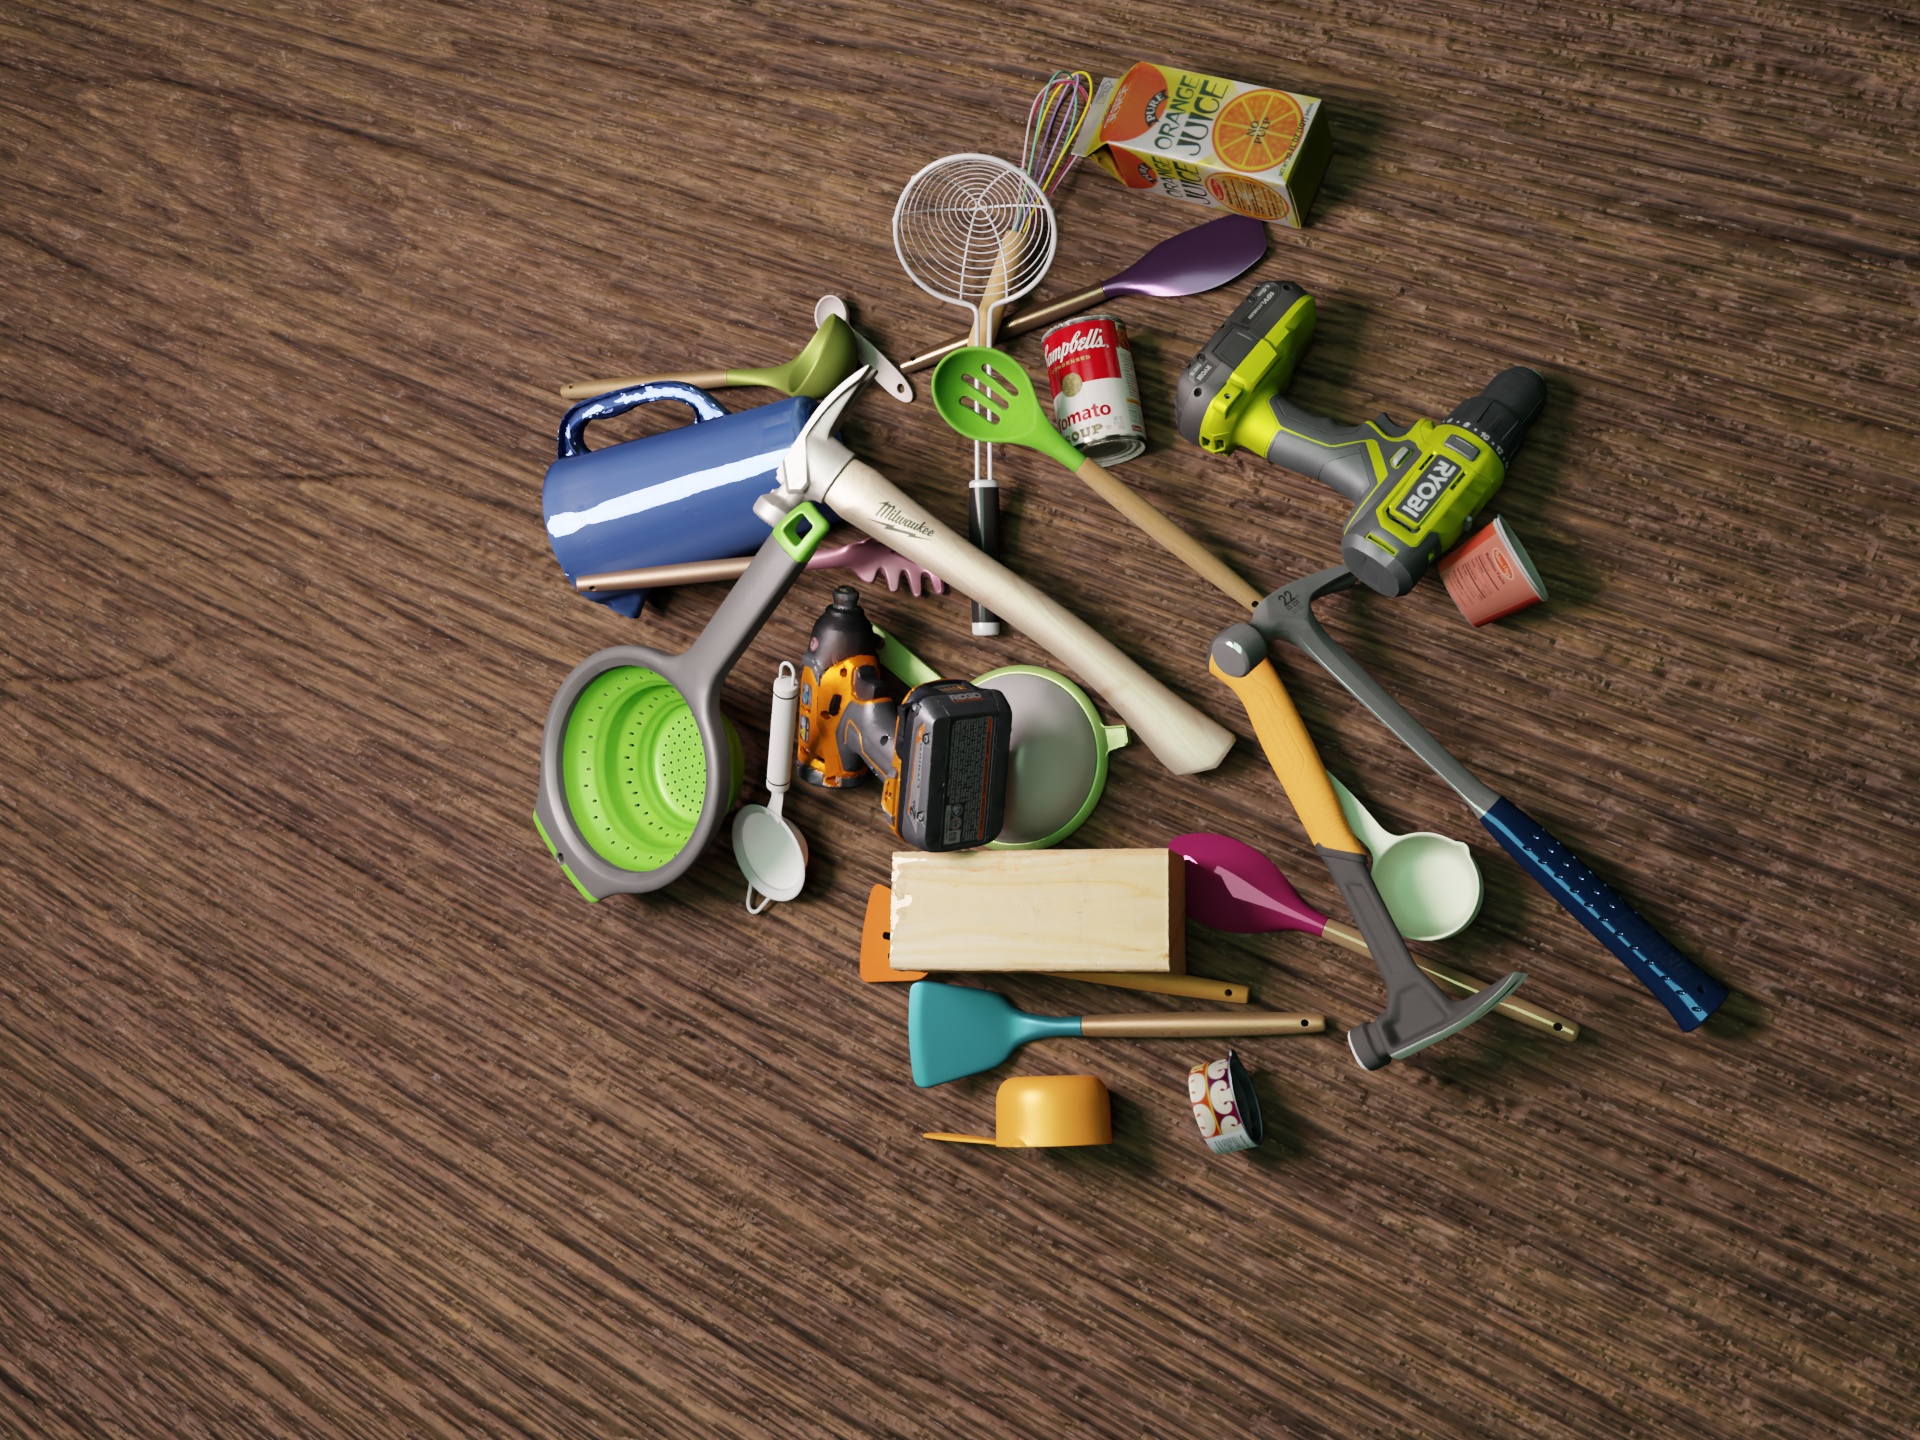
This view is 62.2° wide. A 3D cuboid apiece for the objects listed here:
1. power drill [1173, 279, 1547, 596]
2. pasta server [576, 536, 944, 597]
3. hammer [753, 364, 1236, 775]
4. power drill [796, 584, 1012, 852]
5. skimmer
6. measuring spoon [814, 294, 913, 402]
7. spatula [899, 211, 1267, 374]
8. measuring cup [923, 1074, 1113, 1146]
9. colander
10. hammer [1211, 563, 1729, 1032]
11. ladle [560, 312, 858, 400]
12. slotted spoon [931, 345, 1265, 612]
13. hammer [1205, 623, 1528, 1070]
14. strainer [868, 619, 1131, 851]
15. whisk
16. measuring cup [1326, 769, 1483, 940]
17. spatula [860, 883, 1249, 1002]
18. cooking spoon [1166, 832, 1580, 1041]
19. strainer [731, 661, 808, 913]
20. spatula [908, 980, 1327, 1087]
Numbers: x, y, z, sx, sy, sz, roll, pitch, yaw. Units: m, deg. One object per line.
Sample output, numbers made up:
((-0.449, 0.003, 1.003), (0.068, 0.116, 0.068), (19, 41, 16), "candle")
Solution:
((0.291, -0.222, 1.160), (0.229, 0.080, 0.190), (38, 82, 20), "power drill")
((-0.160, -0.123, 1.309), (0.316, 0.060, 0.040), (-6, 45, 2), "pasta server")
((0.042, -0.103, 1.222), (0.410, 0.038, 0.146), (36, 99, 6), "hammer")
((-0.054, -0.005, 1.220), (0.227, 0.084, 0.164), (28, 118, 53), "power drill")
((0.013, -0.247, 1.242), (0.127, 0.090, 0.363), (0, 96, 8), "skimmer")
((-0.079, -0.317, 1.363), (0.124, 0.018, 0.034), (48, 124, 13), "measuring spoon")
((0.094, -0.338, 1.290), (0.316, 0.018, 0.060), (-16, 68, 19), "spatula")
((0.038, 0.299, 1.221), (0.173, 0.095, 0.052), (-10, 74, 39), "measuring cup")
((-0.203, -0.018, 1.304), (0.205, 0.094, 0.397), (50, 117, 22), "colander")
((0.364, 0.049, 1.108), (0.144, 0.035, 0.406), (-37, 75, -27), "hammer")
((-0.230, -0.307, 1.395), (0.320, 0.062, 0.078), (2, 60, 27), "ladle")
((0.111, -0.177, 1.209), (0.314, 0.031, 0.070), (38, 112, 0), "slotted spoon")
((0.268, 0.070, 1.136), (0.127, 0.034, 0.337), (-36, 62, 25), "hammer")
((-0.002, -0.004, 1.265), (0.256, 0.069, 0.151), (40, 99, 19), "strainer")
((0.056, -0.415, 1.292), (0.047, 0.051, 0.245), (19, 89, 21), "whisk")
((0.307, 0.089, 1.152), (0.083, 0.038, 0.168), (-48, 60, 13), "measuring cup")
((0.065, 0.189, 1.244), (0.323, 0.041, 0.081), (6, 86, 18), "spatula")
((0.290, 0.161, 1.157), (0.319, 0.017, 0.069), (22, 93, 23), "cooking spoon")
((-0.145, 0.055, 1.282), (0.087, 0.050, 0.258), (34, 135, 26), "strainer")
((0.115, 0.234, 1.207), (0.317, 0.044, 0.082), (-6, 81, 20), "spatula")
